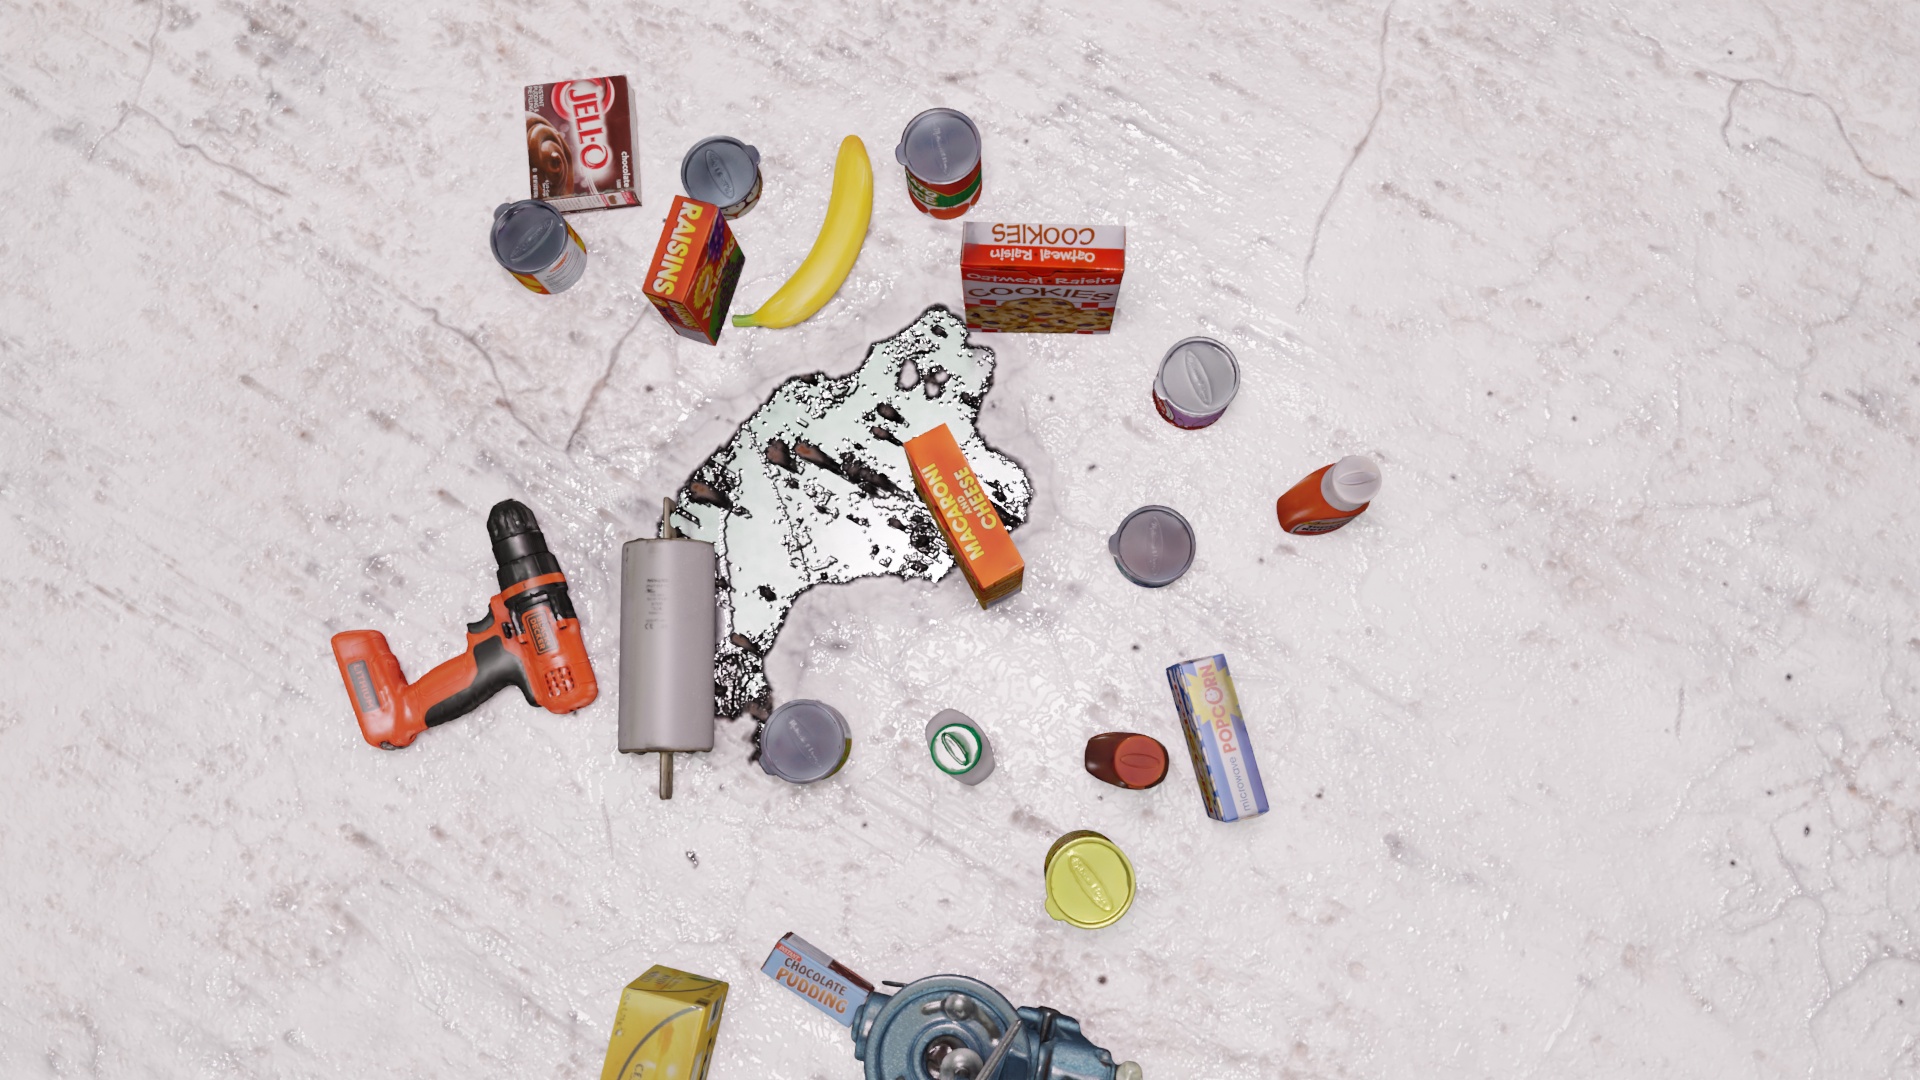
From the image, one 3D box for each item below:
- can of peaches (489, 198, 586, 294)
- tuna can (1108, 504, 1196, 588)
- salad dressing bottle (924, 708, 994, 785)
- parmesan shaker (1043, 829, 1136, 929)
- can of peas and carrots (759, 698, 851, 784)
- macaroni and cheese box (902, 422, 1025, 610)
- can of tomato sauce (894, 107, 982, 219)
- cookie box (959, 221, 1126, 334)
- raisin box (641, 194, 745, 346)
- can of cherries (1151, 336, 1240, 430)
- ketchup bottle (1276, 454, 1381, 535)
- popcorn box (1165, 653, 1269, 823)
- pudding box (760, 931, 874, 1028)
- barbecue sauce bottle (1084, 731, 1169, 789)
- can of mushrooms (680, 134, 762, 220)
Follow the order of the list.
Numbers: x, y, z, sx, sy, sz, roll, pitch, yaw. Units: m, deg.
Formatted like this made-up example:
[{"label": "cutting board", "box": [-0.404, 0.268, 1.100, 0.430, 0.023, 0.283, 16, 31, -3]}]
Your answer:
[{"label": "can of peaches", "box": [-0.360, -0.250, 1.182, 0.071, 0.058, 0.071, 0, 81, 2]}, {"label": "tuna can", "box": [0.156, 0.006, 1.140, 0.071, 0.033, 0.071, 0, 81, 2]}, {"label": "salad dressing bottle", "box": [-0.001, 0.158, 1.063, 0.044, 0.147, 0.064, -37, 82, -3]}, {"label": "parmesan shaker", "box": [0.095, 0.259, 1.067, 0.071, 0.103, 0.071, 0, 82, 2]}, {"label": "can of peas and carrots", "box": [-0.124, 0.162, 1.111, 0.071, 0.058, 0.071, 0, 81, 2]}, {"label": "macaroni and cheese box", "box": [0.004, -0.014, 1.080, 0.040, 0.166, 0.124, -29, 82, -2]}, {"label": "can of tomato sauce", "box": [-0.016, -0.314, 1.169, 0.071, 0.083, 0.071, 0, 82, 2]}, {"label": "cookie box", "box": [0.064, -0.205, 1.107, 0.123, 0.167, 0.040, 2, 82, 2]}, {"label": "raisin box", "box": [-0.216, -0.219, 1.140, 0.040, 0.123, 0.086, 18, 83, 4]}, {"label": "can of cherries", "box": [0.191, -0.128, 1.146, 0.071, 0.058, 0.071, 0, 81, 2]}, {"label": "ketchup bottle", "box": [0.291, -0.035, 1.083, 0.065, 0.148, 0.043, -9, 82, 1]}, {"label": "popcorn box", "box": [0.200, 0.155, 1.089, 0.038, 0.085, 0.127, -15, 81, 0]}, {"label": "pudding box", "box": [-0.111, 0.343, 1.087, 0.084, 0.049, 0.030, 31, 84, 6]}, {"label": "barbecue sauce bottle", "box": [0.129, 0.167, 1.057, 0.065, 0.148, 0.044, 6, 82, 3]}, {"label": "can of mushrooms", "box": [-0.203, -0.313, 1.199, 0.071, 0.033, 0.071, 0, 81, 2]}]
